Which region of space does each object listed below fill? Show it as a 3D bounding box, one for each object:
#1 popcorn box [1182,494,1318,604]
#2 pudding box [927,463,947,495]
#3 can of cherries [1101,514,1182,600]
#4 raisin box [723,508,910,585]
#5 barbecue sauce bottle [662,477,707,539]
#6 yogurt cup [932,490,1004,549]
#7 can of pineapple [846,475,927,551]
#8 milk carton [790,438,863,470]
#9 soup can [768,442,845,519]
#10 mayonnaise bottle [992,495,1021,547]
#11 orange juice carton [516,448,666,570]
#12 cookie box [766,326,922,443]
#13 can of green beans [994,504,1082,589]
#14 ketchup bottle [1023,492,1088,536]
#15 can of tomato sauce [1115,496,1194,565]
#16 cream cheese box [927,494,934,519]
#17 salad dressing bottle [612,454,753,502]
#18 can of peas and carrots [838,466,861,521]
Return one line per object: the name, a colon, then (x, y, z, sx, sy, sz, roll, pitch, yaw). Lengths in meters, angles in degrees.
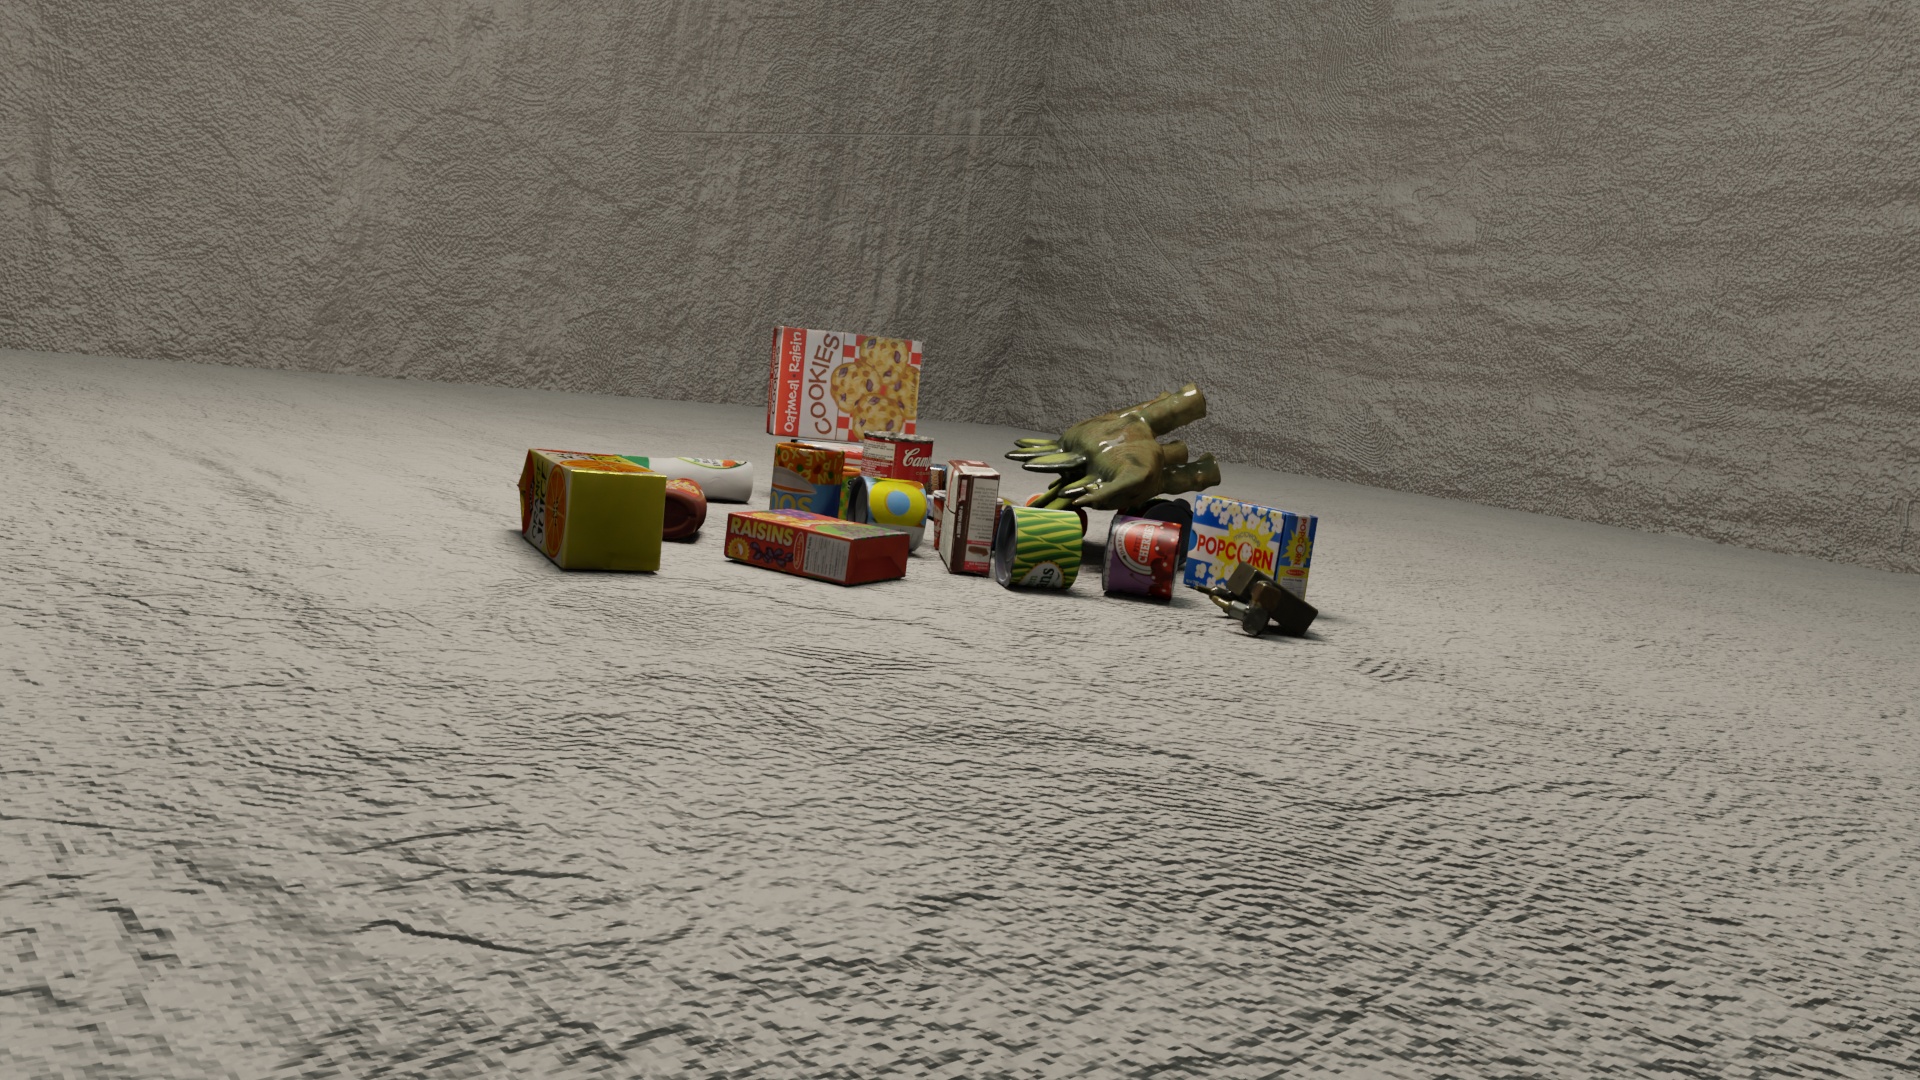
popcorn box: (0.252, 0.010, 1.216, 0.038, 0.085, 0.127, 4, 7, -28)
pudding box: (-0.033, -0.067, 1.694, 0.030, 0.049, 0.084, 5, 7, 1)
can of cherries: (0.153, 0.013, 1.166, 0.058, 0.071, 0.071, 9, 7, 12)
raisin box: (-0.115, 0.004, 1.114, 0.123, 0.040, 0.086, 12, 10, 28)
barbecue sauce bottle: (-0.256, -0.031, 1.240, 0.065, 0.043, 0.149, 5, 7, -5)
yogurt cup: (0.005, -0.017, 1.318, 0.072, 0.054, 0.072, 7, 7, -1)
can of pineapple: (-0.068, -0.026, 1.264, 0.058, 0.071, 0.071, 5, 7, -21)
milk carton: (-0.121, -0.065, 1.511, 0.073, 0.072, 0.190, 3, 7, -29)
soup can: (-0.147, -0.046, 1.298, 0.071, 0.083, 0.071, 6, 7, -1)
mayonnaise bottle: (0.033, -0.020, 1.423, 0.065, 0.041, 0.148, 6, 7, 0)
orange juice carton: (-0.290, -0.029, 1.073, 0.072, 0.073, 0.193, 3, 8, -29)
cookie box: (-0.133, -0.175, 1.587, 0.168, 0.122, 0.040, 3, 4, -21)
can of green beans: (0.064, 0.006, 1.152, 0.058, 0.071, 0.071, 6, 7, -13)
ketchup bottle: (0.097, -0.028, 1.532, 0.065, 0.043, 0.149, 3, 7, -6)
can of tomato sauce: (0.198, -0.013, 1.405, 0.071, 0.071, 0.083, 5, 7, -11)
cream cheese box: (0.010, -0.034, 1.577, 0.104, 0.024, 0.053, 4, 6, -20)
salad dressing bottle: (-0.298, -0.068, 1.483, 0.148, 0.044, 0.064, 4, 9, -21)
can of peas and carrots: (-0.128, -0.044, 1.395, 0.071, 0.058, 0.071, 6, 8, -1)
